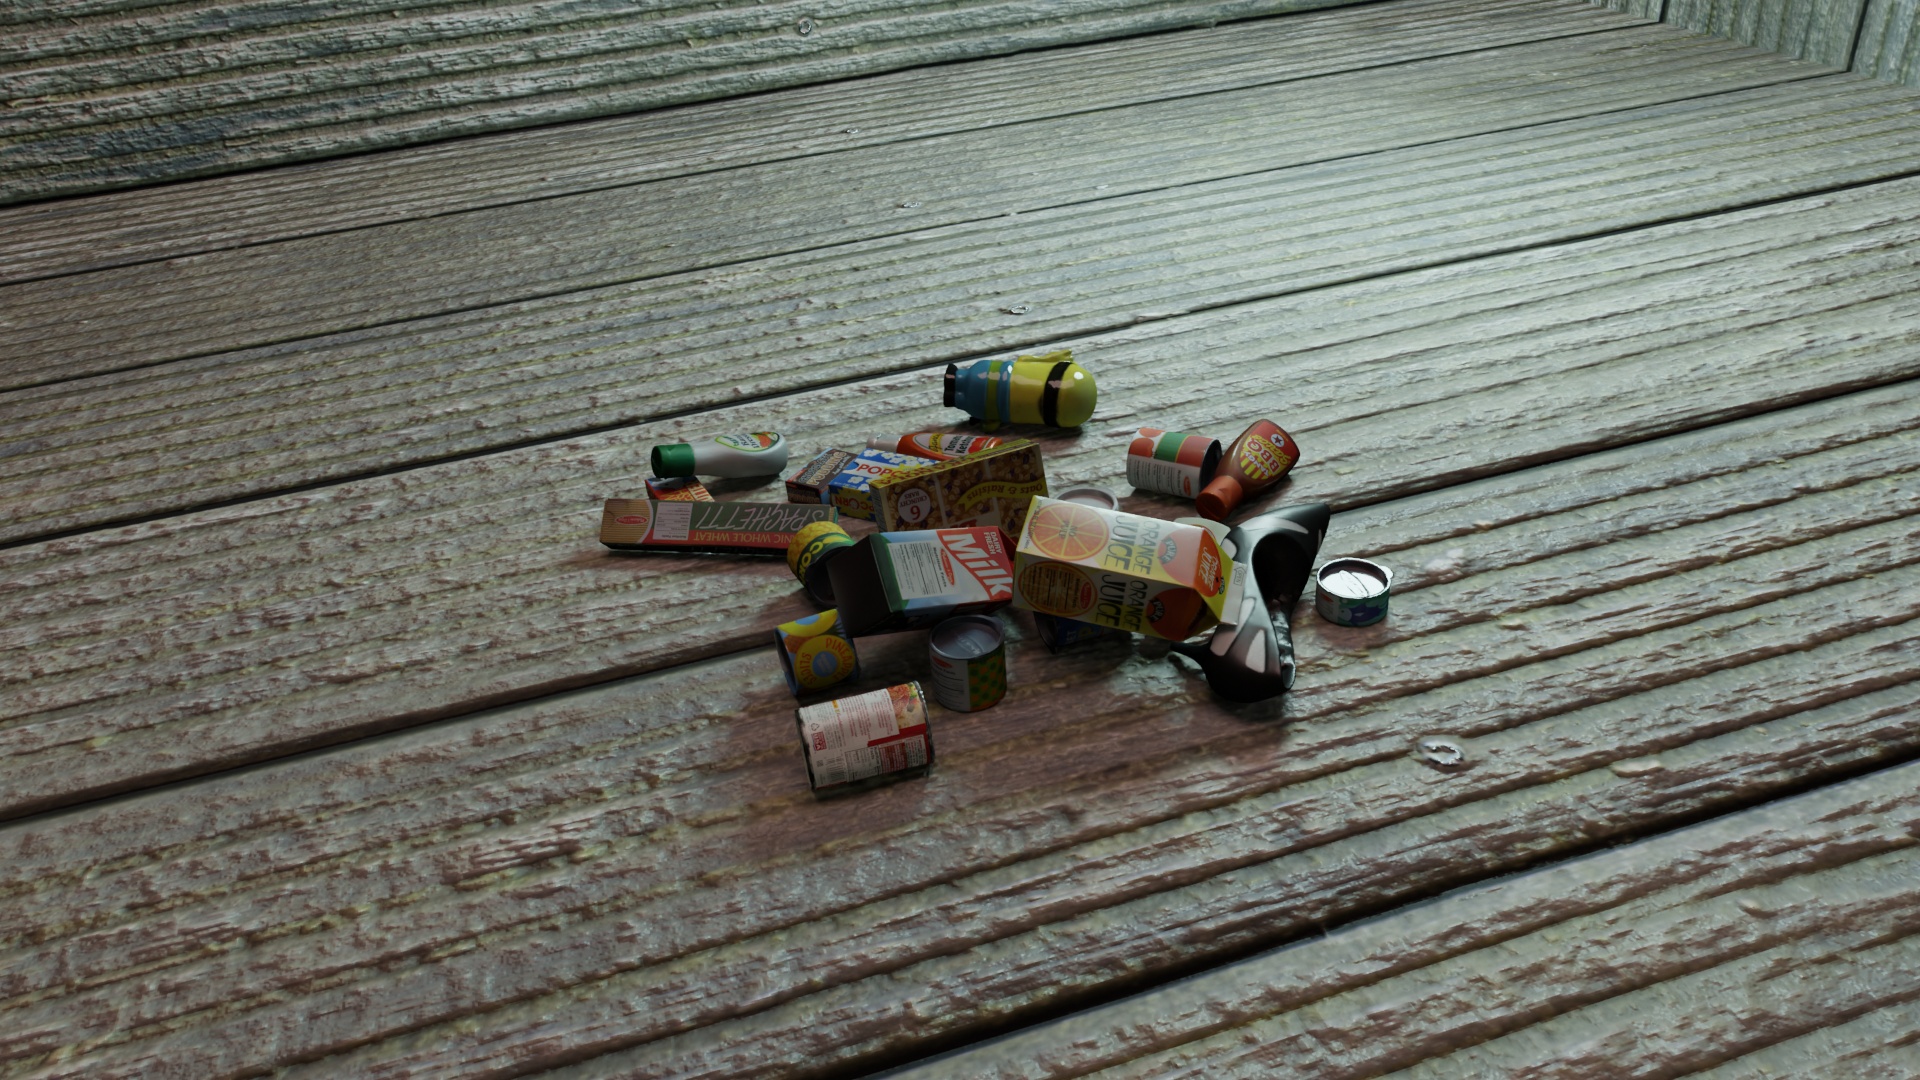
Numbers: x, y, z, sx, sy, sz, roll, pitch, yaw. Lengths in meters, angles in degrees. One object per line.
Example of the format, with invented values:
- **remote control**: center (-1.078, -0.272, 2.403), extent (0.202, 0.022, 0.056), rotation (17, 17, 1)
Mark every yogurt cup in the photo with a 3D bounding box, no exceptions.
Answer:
- **yogurt cup**: center (0.123, -0.014, 1.378), extent (0.072, 0.053, 0.073), rotation (-4, 32, 2)

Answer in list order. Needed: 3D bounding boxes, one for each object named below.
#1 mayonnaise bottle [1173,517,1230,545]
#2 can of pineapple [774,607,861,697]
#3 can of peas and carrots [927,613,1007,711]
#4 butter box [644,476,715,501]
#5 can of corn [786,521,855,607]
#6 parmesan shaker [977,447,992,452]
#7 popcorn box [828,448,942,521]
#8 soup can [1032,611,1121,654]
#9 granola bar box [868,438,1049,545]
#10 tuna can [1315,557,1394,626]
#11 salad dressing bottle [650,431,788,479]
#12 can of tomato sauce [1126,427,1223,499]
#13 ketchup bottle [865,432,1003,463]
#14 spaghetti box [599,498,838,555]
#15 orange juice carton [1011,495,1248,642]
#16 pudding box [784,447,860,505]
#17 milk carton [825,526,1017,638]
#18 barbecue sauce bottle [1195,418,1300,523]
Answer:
- **mayonnaise bottle**: center (0.209, 0.031, 1.305), extent (0.065, 0.041, 0.149), rotation (11, 35, 21)
- **can of pineapple**: center (-0.126, 0.099, 1.220), extent (0.058, 0.070, 0.071), rotation (-17, 34, -16)
- **can of peas and carrots**: center (0.008, 0.104, 1.200), extent (0.071, 0.058, 0.071), rotation (-3, 32, 2)
- **butter box**: center (-0.303, -0.044, 1.513), extent (0.053, 0.024, 0.104), rotation (-18, 34, -21)
- **can of corn**: center (-0.130, 0.022, 1.342), extent (0.071, 0.070, 0.058), rotation (-19, 33, -21)
- **parmesan shaker**: center (0.046, -0.045, 1.427), extent (0.071, 0.071, 0.103), rotation (-9, 31, -6)
- **popcorn box**: center (-0.065, -0.055, 1.484), extent (0.127, 0.038, 0.085), rotation (12, 37, 24)
- **soup can**: center (0.114, 0.059, 1.255), extent (0.084, 0.071, 0.071), rotation (-13, 33, -13)
- **granola bar box**: center (0.005, -0.017, 1.330), extent (0.166, 0.124, 0.039), rotation (-16, 15, -18)
- **tuna can**: center (0.360, 0.047, 1.268), extent (0.071, 0.032, 0.071), rotation (-4, 32, 2)
- **salad dressing bottle**: center (-0.266, -0.092, 1.535), extent (0.148, 0.043, 0.064), rotation (-8, 30, -32)
- **can of tomato sauce**: center (0.226, -0.082, 1.461), extent (0.083, 0.070, 0.071), rotation (12, 36, 27)
- **ketchup bottle**: center (-0.030, -0.094, 1.538), extent (0.149, 0.043, 0.065), rotation (7, 34, 19)
- **spaghetti box**: center (-0.248, -0.013, 1.430), extent (0.250, 0.028, 0.050), rotation (2, 74, 11)
- **orange juice carton**: center (0.146, 0.028, 1.186), extent (0.193, 0.072, 0.072), rotation (11, 47, 9)
- **pudding box**: center (-0.147, -0.068, 1.524), extent (0.050, 0.030, 0.084), rotation (14, 37, 30)
- **milk carton**: center (-0.017, 0.035, 1.239), extent (0.191, 0.073, 0.072), rotation (-4, -19, -41)
- **barbecue sauce bottle**: center (0.294, -0.069, 1.442), extent (0.065, 0.043, 0.149), rotation (46, 50, 5)
